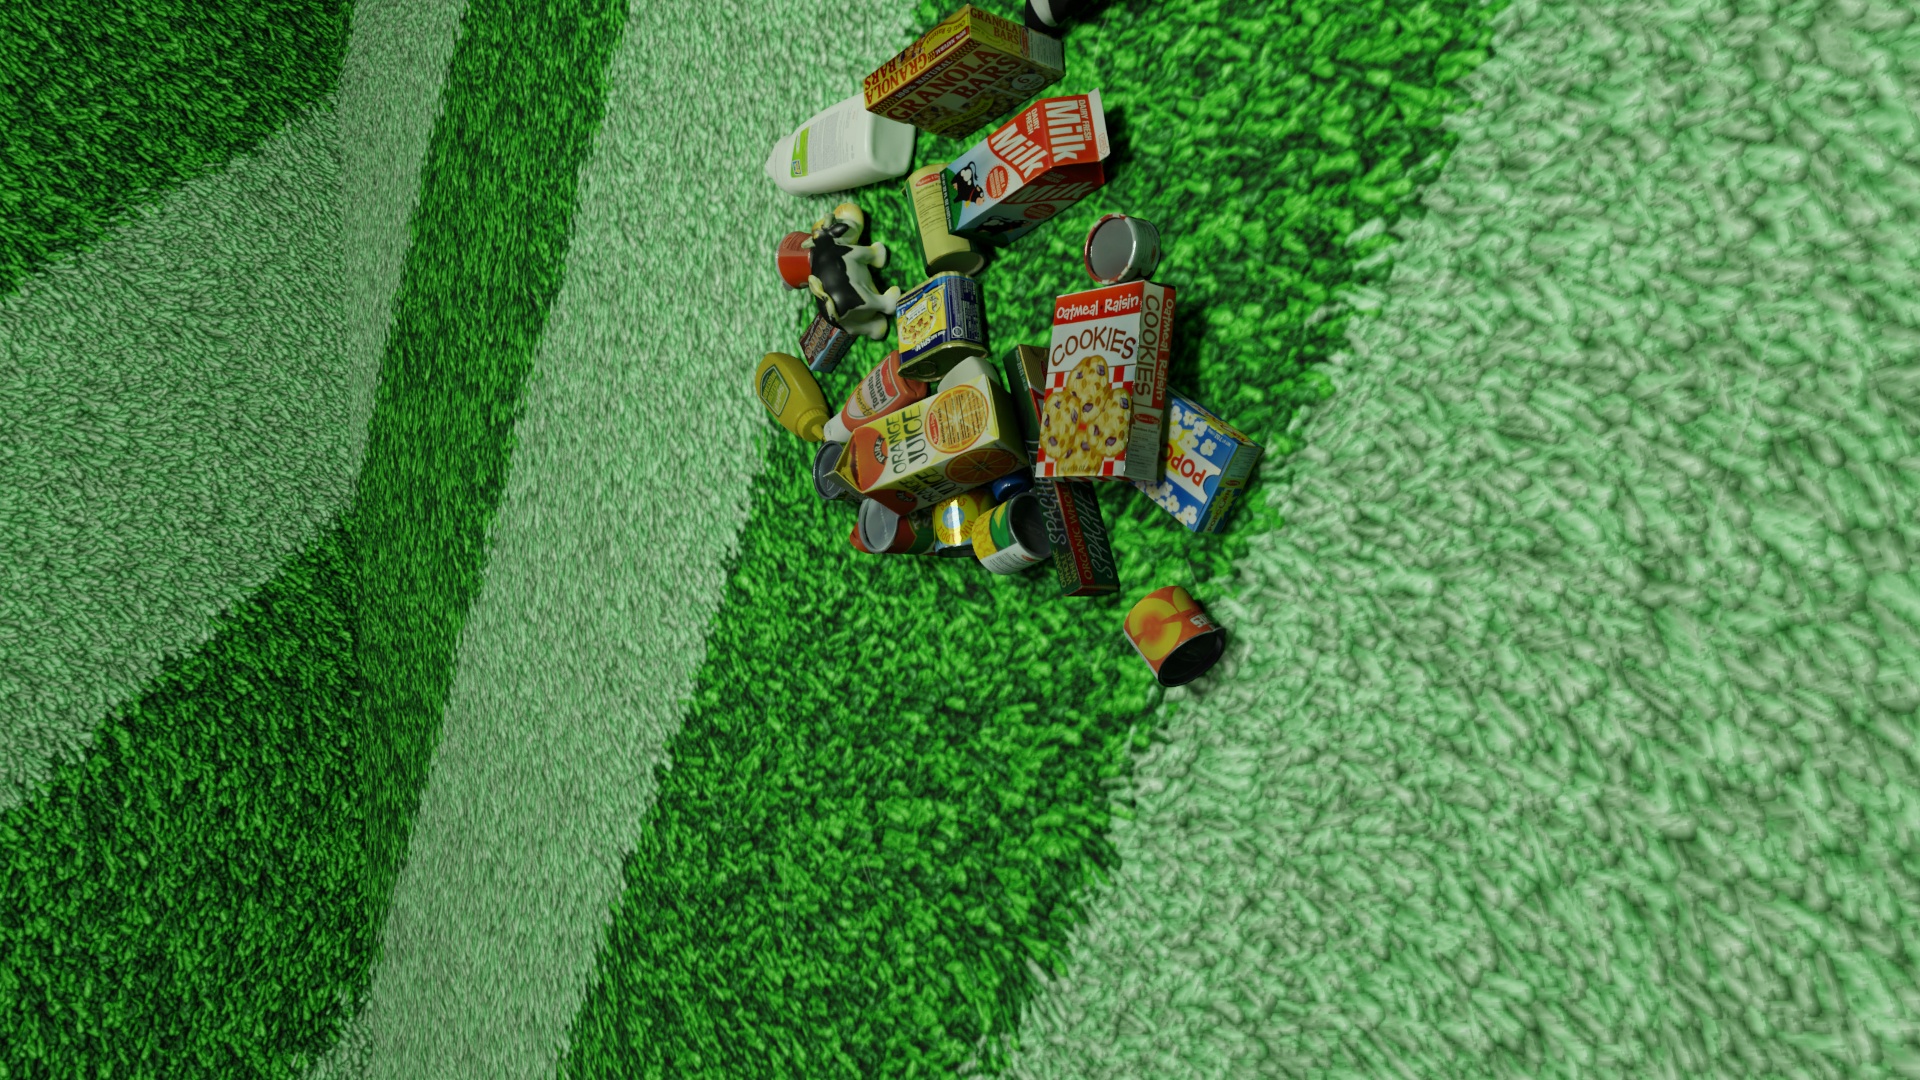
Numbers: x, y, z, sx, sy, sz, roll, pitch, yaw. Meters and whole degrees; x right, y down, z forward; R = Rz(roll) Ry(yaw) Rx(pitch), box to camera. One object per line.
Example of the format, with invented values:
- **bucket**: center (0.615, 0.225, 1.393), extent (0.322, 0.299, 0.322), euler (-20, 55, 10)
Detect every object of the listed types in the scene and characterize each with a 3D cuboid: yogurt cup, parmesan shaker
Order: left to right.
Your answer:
- **yogurt cup**: center (-0.173, -0.326, 1.615), extent (0.054, 0.072, 0.072), euler (9, 94, 42)
- **parmesan shaker**: center (-0.017, -0.324, 1.426), extent (0.071, 0.071, 0.103), euler (-30, 65, 44)

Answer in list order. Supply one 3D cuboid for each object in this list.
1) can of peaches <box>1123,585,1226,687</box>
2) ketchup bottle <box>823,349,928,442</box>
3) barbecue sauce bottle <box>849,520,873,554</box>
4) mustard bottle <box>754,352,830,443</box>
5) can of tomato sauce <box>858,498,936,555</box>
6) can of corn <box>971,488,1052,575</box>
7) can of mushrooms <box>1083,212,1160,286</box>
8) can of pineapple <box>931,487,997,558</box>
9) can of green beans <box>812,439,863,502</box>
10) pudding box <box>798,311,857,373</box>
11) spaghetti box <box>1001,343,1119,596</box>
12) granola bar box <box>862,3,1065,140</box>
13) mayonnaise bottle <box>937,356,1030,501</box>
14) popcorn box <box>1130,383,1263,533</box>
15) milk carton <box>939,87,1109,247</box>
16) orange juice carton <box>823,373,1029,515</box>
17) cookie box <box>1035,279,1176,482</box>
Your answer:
- **can of peaches**: center (0.180, 0.078, 1.163), extent (0.058, 0.071, 0.071), euler (55, 127, 37)
- **ketchup bottle**: center (-0.095, -0.148, 1.523), extent (0.148, 0.043, 0.065), euler (-34, 61, 44)
- **barbecue sauce bottle**: center (-0.072, -0.052, 1.487), extent (0.147, 0.044, 0.065), euler (-59, 42, 28)
- **mustard bottle**: center (-0.189, -0.159, 1.629), extent (0.161, 0.049, 0.065), euler (51, 125, 39)
- **can of tomato sauce**: center (-0.051, -0.019, 1.429), extent (0.071, 0.083, 0.071), euler (-5, 83, 49)
- **can of corn**: center (0.053, -0.008, 1.319), extent (0.058, 0.071, 0.071), euler (-27, 67, 46)
- **can of mushrooms**: center (0.144, -0.261, 1.258), extent (0.071, 0.033, 0.071), euler (-4, 85, 49)
- **can of pineapple**: center (0.005, -0.017, 1.373), extent (0.071, 0.071, 0.058), euler (-19, 73, 47)
- **can of green beans**: center (-0.122, -0.076, 1.536), extent (0.071, 0.058, 0.071), euler (-6, 83, 49)
- **pudding box**: center (-0.149, -0.238, 1.604), extent (0.083, 0.030, 0.050), euler (-47, 54, 37)
- **spaghetti box**: center (0.092, -0.066, 1.290), extent (0.028, 0.050, 0.251), euler (-33, 63, 45)
- **granola bar box**: center (0.002, -0.457, 1.372), extent (0.165, 0.124, 0.039), euler (-16, 74, 48)
- **mayonnaise bottle**: center (0.027, -0.108, 1.378), extent (0.064, 0.041, 0.148), euler (-40, 59, 33)
- **popcorn box**: center (0.188, -0.073, 1.187), extent (0.127, 0.038, 0.085), euler (44, 118, 43)
- **milk carton**: center (0.070, -0.355, 1.322), extent (0.190, 0.073, 0.072), euler (-23, 70, 46)
- **orange juice carton**: center (-0.035, -0.083, 1.333), extent (0.192, 0.071, 0.073), euler (-21, 63, 24)
- **cookie box**: center (0.126, -0.135, 1.209), extent (0.123, 0.040, 0.167), euler (3, 85, 56)
